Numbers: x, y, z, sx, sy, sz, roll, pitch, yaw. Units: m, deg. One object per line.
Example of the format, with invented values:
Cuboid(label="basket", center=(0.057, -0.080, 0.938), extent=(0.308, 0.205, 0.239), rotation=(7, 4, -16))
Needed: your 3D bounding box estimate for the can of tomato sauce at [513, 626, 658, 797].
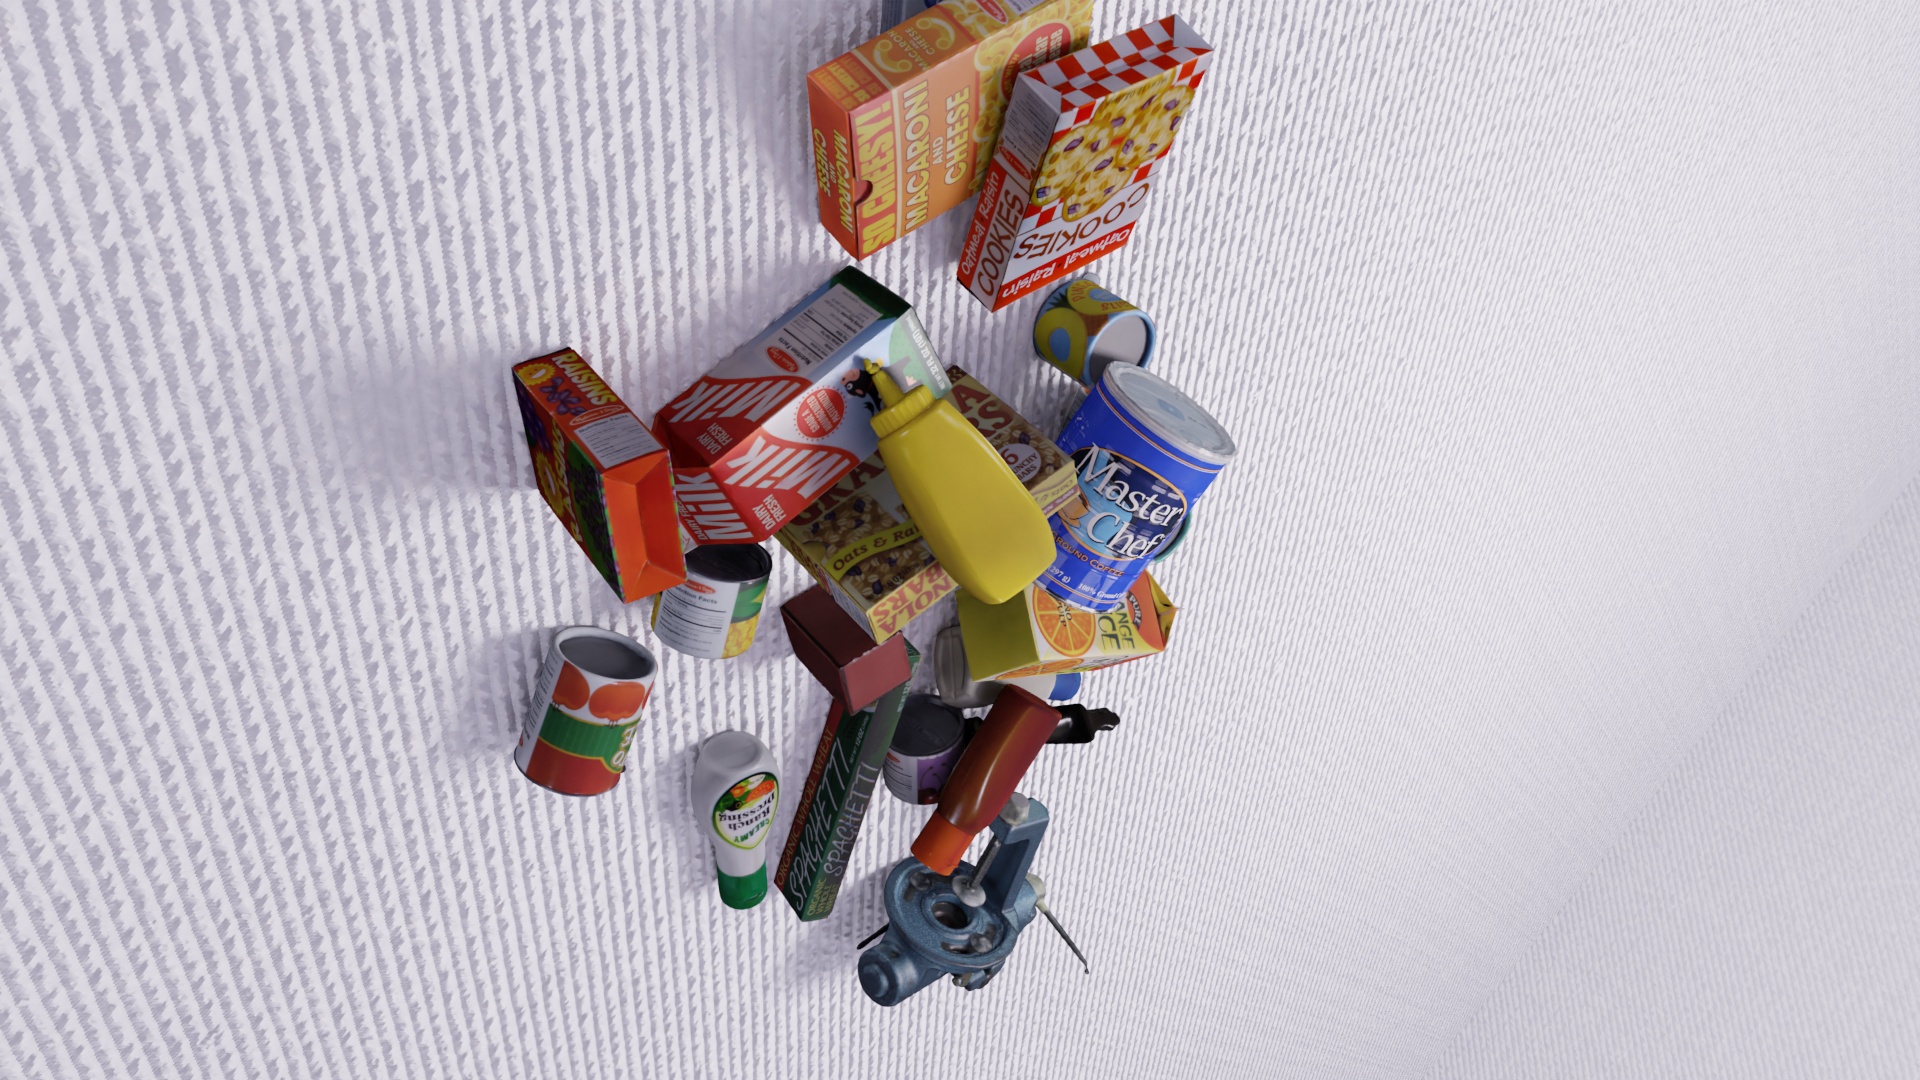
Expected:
Cuboid(label="can of tomato sauce", center=(-0.227, 0.104, 0.852), extent=(0.071, 0.071, 0.082), rotation=(5, 116, -44))

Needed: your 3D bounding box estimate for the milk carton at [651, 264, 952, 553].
Cuboid(label="milk carton", center=(-0.107, -0.070, 0.824), extent=(0.191, 0.073, 0.072), rotation=(-40, 137, -11))

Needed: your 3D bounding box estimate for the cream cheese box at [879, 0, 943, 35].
Cuboid(label="cream cheese box", center=(-0.014, -0.322, 0.757), extent=(0.053, 0.024, 0.103), rotation=(-17, 130, -31))

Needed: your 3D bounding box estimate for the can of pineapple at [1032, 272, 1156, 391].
Cuboid(label="can of pineapple", center=(0.093, -0.142, 0.962), extent=(0.071, 0.058, 0.070), rotation=(-23, 133, -28))

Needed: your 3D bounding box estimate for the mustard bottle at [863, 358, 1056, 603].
Cuboid(label="mustard bottle", center=(-0.008, -0.040, 0.807), extent=(0.065, 0.049, 0.160), rotation=(-38, 102, -17))

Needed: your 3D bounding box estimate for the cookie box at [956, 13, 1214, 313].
Cuboid(label="cookie box", center=(0.070, -0.225, 0.840), extent=(0.123, 0.040, 0.166), rotation=(-31, 161, -28))

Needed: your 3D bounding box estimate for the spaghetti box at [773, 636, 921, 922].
Cuboid(label="spaghetti box", center=(-0.088, 0.178, 1.046), extent=(0.029, 0.050, 0.249), rotation=(0, 120, -39))

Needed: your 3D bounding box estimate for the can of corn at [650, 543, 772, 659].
Cuboid(label="can of corn", center=(-0.154, 0.032, 0.866), extent=(0.071, 0.071, 0.058), rotation=(-5, 123, -40))

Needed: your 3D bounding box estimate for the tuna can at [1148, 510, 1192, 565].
Cuboid(label="tuna can", center=(0.156, -0.016, 1.133), extent=(0.071, 0.033, 0.070), rotation=(-23, 133, -27))

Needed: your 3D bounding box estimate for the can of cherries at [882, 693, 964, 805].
Cuboid(label="can of cherries", center=(-0.027, 0.161, 1.075), extent=(0.072, 0.071, 0.058), rotation=(-25, 134, -26))

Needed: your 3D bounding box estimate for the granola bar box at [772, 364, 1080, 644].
Cuboid(label="granola bar box", center=(-0.027, -0.028, 0.888), extent=(0.166, 0.124, 0.039), rotation=(-36, 144, -16))

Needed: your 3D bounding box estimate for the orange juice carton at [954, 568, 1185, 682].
Cuboid(label="orange juice carton", center=(0.091, 0.063, 1.078), extent=(0.193, 0.073, 0.071), rotation=(1, 162, -46))

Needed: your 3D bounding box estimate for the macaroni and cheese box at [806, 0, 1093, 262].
Cuboid(label="macaroni and cheese box", center=(-0.004, -0.244, 0.781), extent=(0.167, 0.040, 0.123), rotation=(-35, 159, -17))

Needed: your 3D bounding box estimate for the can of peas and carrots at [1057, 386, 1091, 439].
Cuboid(label="can of peas and carrots", center=(0.108, -0.074, 1.021), extent=(0.071, 0.071, 0.058), rotation=(3, 117, -43))

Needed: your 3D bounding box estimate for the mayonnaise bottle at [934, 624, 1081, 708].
Cuboid(label="mayonnaise bottle", center=(0.040, 0.105, 1.103), extent=(0.148, 0.041, 0.065), rotation=(15, 66, -49))

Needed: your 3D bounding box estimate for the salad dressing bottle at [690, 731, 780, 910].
Cuboid(label="salad dressing bottle", center=(-0.161, 0.206, 1.007), extent=(0.064, 0.044, 0.146), rotation=(-22, 132, -30))

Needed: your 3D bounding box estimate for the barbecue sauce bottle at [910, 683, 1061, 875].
Cuboid(label="barbecue sauce bottle", center=(0.017, 0.181, 1.048), extent=(0.148, 0.044, 0.065), rotation=(-57, 149, 1))

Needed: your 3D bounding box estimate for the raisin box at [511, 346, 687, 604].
Cuboid(label="raisin box", center=(-0.191, -0.037, 0.735), extent=(0.040, 0.124, 0.085), rotation=(-23, 133, -27))
